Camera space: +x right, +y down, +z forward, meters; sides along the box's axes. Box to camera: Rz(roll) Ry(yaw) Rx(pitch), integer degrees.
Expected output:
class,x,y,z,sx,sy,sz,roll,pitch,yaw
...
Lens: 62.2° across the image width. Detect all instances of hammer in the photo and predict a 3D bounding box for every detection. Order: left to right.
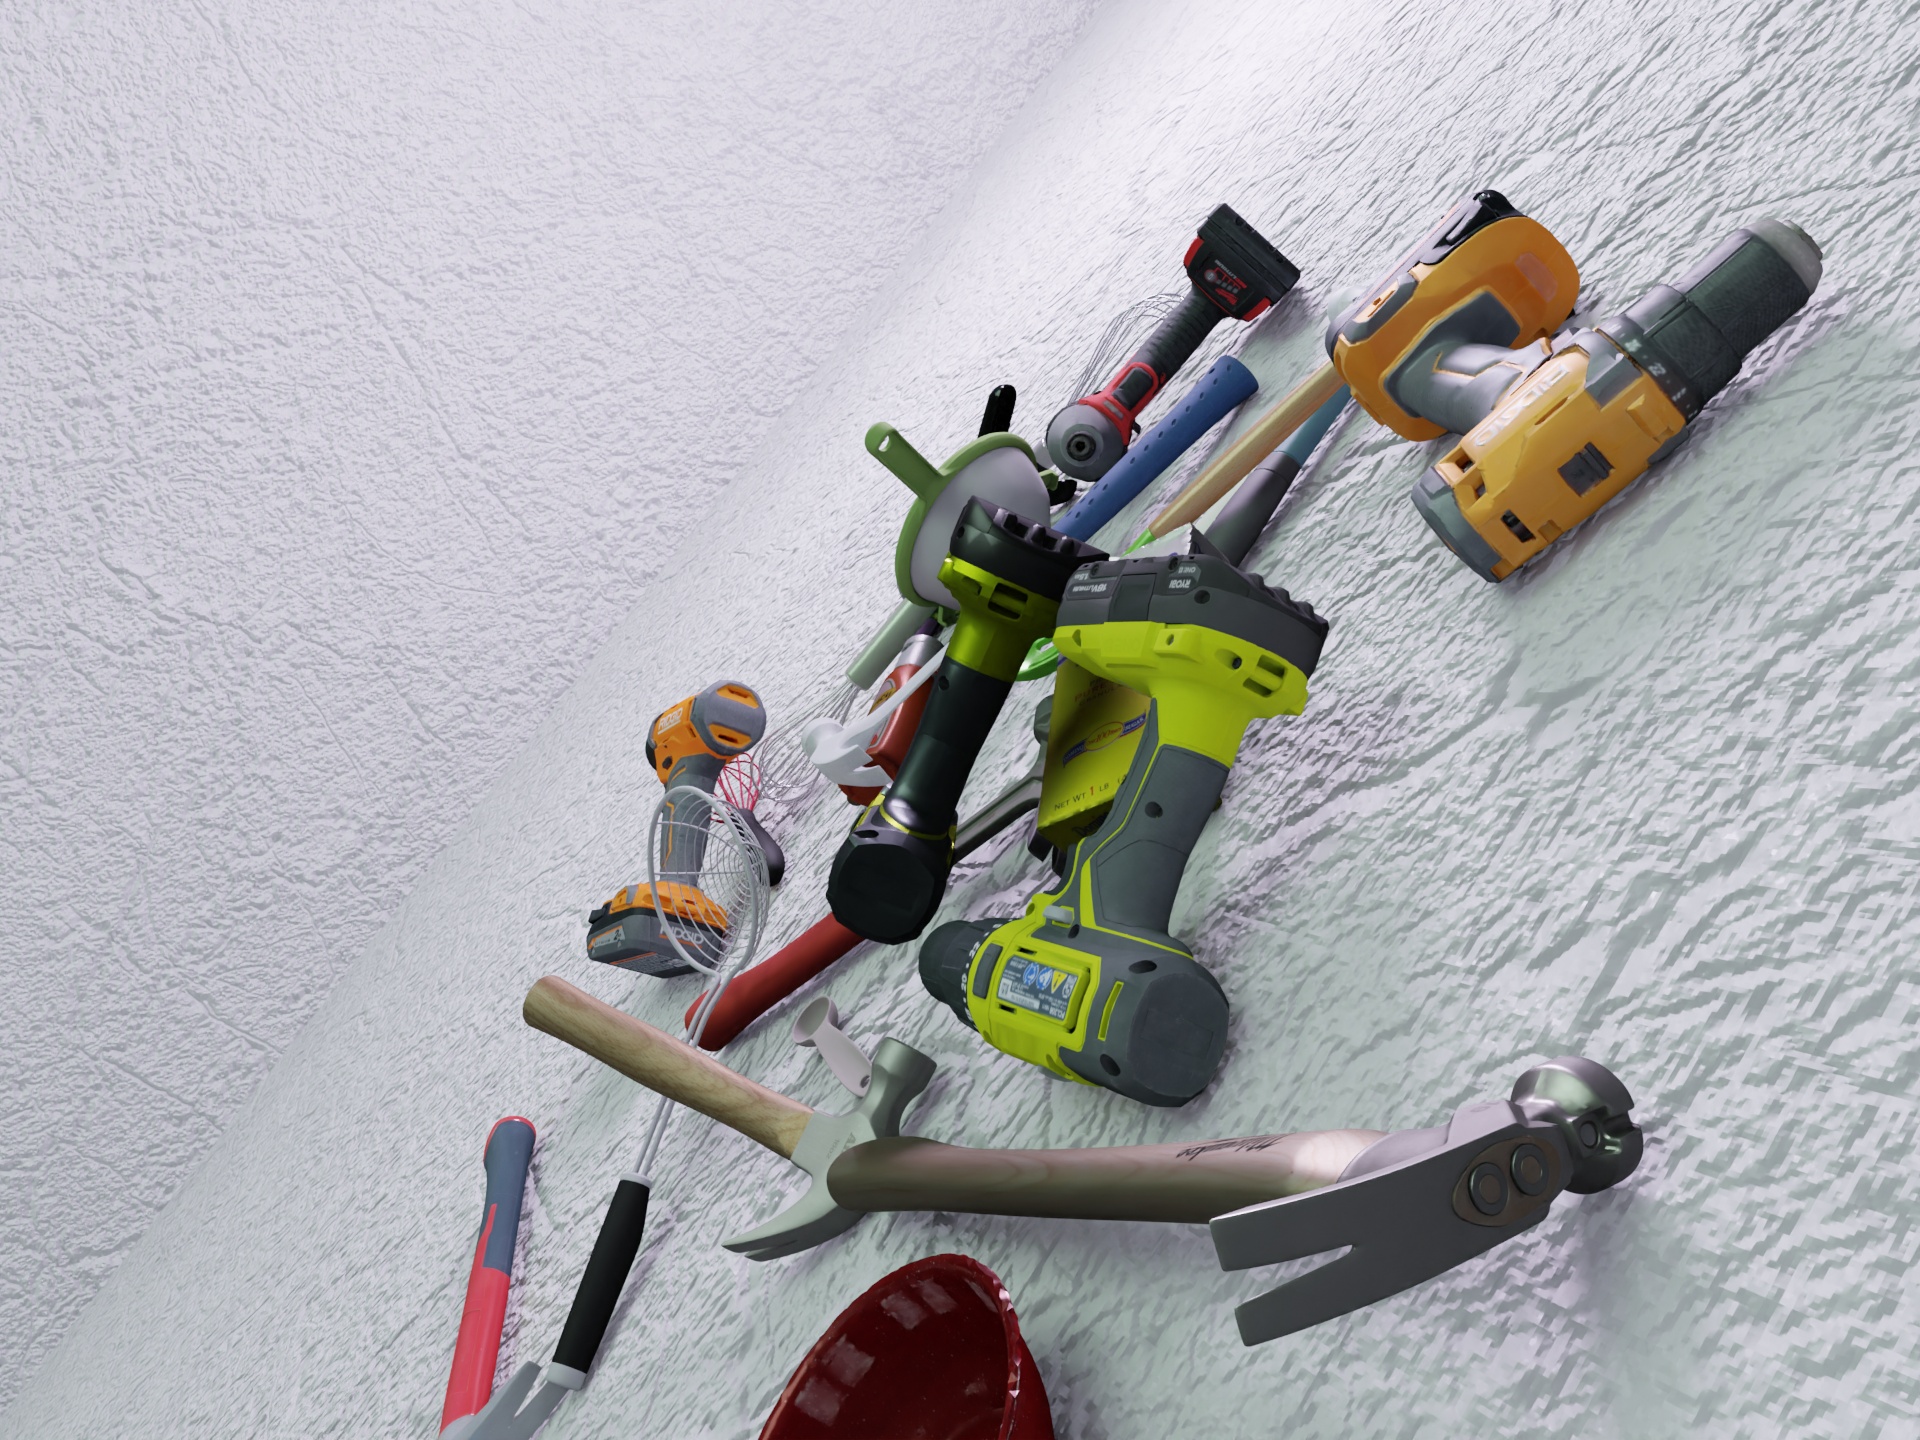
class,x,y,z,sx,sy,sz,roll,pitch,yaw
hammer,-0.318,0.379,1.106,0.143,0.038,0.387,-47,19,7
hammer,-0.157,0.205,0.907,0.331,0.031,0.130,11,66,45
hammer,-0.057,0.124,0.996,0.359,0.036,0.149,-38,22,30
hammer,0.052,-0.102,1.096,0.405,0.035,0.144,-44,17,-4
hammer,0.038,0.174,0.590,0.146,0.038,0.410,-11,-9,-31
hammer,0.186,-0.144,0.954,0.331,0.033,0.128,-54,18,-10

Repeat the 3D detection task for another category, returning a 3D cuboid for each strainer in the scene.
class,x,y,z,sx,sy,sz,roll,pitch,yaw
strainer,0.006,-0.149,1.156,0.151,0.069,0.256,-53,-25,2

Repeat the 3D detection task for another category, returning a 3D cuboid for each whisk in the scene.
class,x,y,z,sx,sy,sz,roll,pitch,yaw
whisk,-0.190,0.079,1.357,0.073,0.073,0.296,-50,25,1
whisk,-0.089,-0.026,1.299,0.246,0.058,0.059,-50,-7,13
whisk,0.092,-0.247,1.328,0.284,0.070,0.070,-45,19,30

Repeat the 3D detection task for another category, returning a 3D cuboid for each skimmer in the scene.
class,x,y,z,sx,sy,sz,roll,pitch,yaw
skimmer,-0.204,0.218,0.992,0.127,0.090,0.363,-19,45,48

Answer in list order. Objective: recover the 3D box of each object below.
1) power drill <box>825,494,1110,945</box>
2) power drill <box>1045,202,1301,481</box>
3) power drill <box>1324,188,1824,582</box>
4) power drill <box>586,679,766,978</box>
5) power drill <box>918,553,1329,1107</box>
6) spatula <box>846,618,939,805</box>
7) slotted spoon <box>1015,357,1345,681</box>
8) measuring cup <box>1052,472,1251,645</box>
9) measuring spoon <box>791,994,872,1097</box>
class,x,y,z,sx,sy,sz,roll,pitch,yaw
power drill,-0.001,-0.003,0.855,0.171,0.080,0.223,-67,1,-82
power drill,0.147,-0.268,1.175,0.219,0.078,0.143,-48,2,16
power drill,0.276,-0.179,0.748,0.185,0.084,0.226,-43,24,20
power drill,-0.235,0.090,1.298,0.164,0.084,0.227,-22,53,55
power drill,0.065,0.047,0.723,0.191,0.080,0.228,5,73,60
spatula,-0.043,-0.040,1.300,0.060,0.018,0.316,-32,24,36
slotted spoon,0.136,-0.125,0.943,0.313,0.031,0.070,-43,24,19
measuring cup,0.119,-0.105,1.020,0.167,0.038,0.083,-49,19,10
measuring spoon,-0.068,0.195,0.930,0.034,0.018,0.124,-51,25,-6
